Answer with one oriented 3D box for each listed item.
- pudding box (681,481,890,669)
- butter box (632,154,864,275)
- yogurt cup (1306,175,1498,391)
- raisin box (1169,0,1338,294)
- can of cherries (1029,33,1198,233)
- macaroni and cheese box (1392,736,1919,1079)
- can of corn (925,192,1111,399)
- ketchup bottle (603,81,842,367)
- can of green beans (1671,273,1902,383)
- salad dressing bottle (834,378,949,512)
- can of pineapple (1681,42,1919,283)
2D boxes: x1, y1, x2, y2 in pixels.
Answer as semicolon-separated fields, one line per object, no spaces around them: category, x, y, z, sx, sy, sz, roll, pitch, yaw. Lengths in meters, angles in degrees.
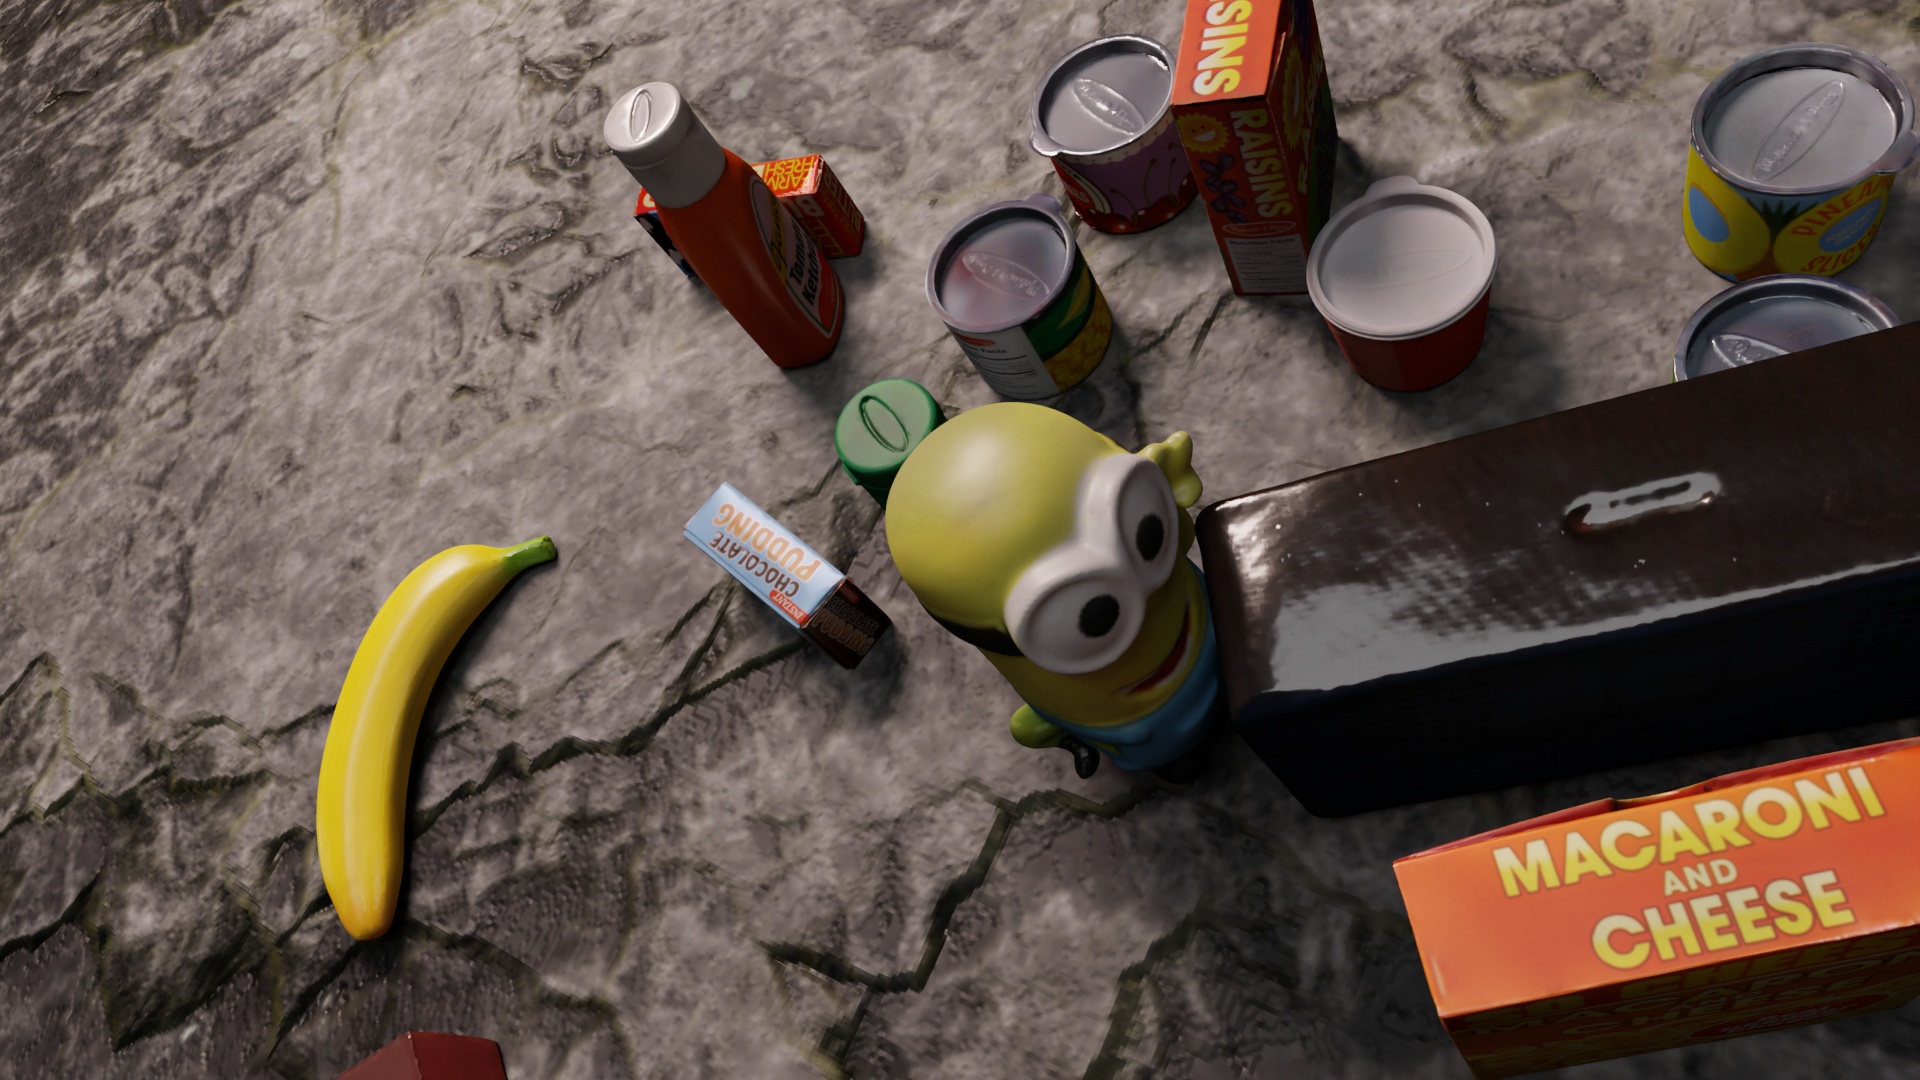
pudding box;-0.074;0.015;0.588;0.084;0.049;0.030;35;83;33
butter box;-0.104;-0.160;0.688;0.103;0.053;0.024;-2;65;23
yogurt cup;0.171;-0.093;0.534;0.072;0.053;0.072;-10;62;19
raisin box;0.120;-0.166;0.552;0.040;0.123;0.086;2;66;25
can of cherries;0.069;-0.179;0.619;0.071;0.058;0.072;-10;62;19
macaroni and cheese box;0.185;0.103;0.360;0.123;0.166;0.040;-17;60;15
can of corn;0.028;-0.104;0.599;0.071;0.058;0.071;-10;62;19
ketchup bottle;-0.103;-0.140;0.620;0.043;0.148;0.065;-14;61;17
can of green beans;0.273;-0.045;0.463;0.071;0.057;0.071;-10;62;19
salad dressing bottle;0.002;-0.006;0.507;0.044;0.147;0.064;-39;56;2
can of pineapple;0.298;-0.132;0.497;0.071;0.057;0.071;-10;62;19
